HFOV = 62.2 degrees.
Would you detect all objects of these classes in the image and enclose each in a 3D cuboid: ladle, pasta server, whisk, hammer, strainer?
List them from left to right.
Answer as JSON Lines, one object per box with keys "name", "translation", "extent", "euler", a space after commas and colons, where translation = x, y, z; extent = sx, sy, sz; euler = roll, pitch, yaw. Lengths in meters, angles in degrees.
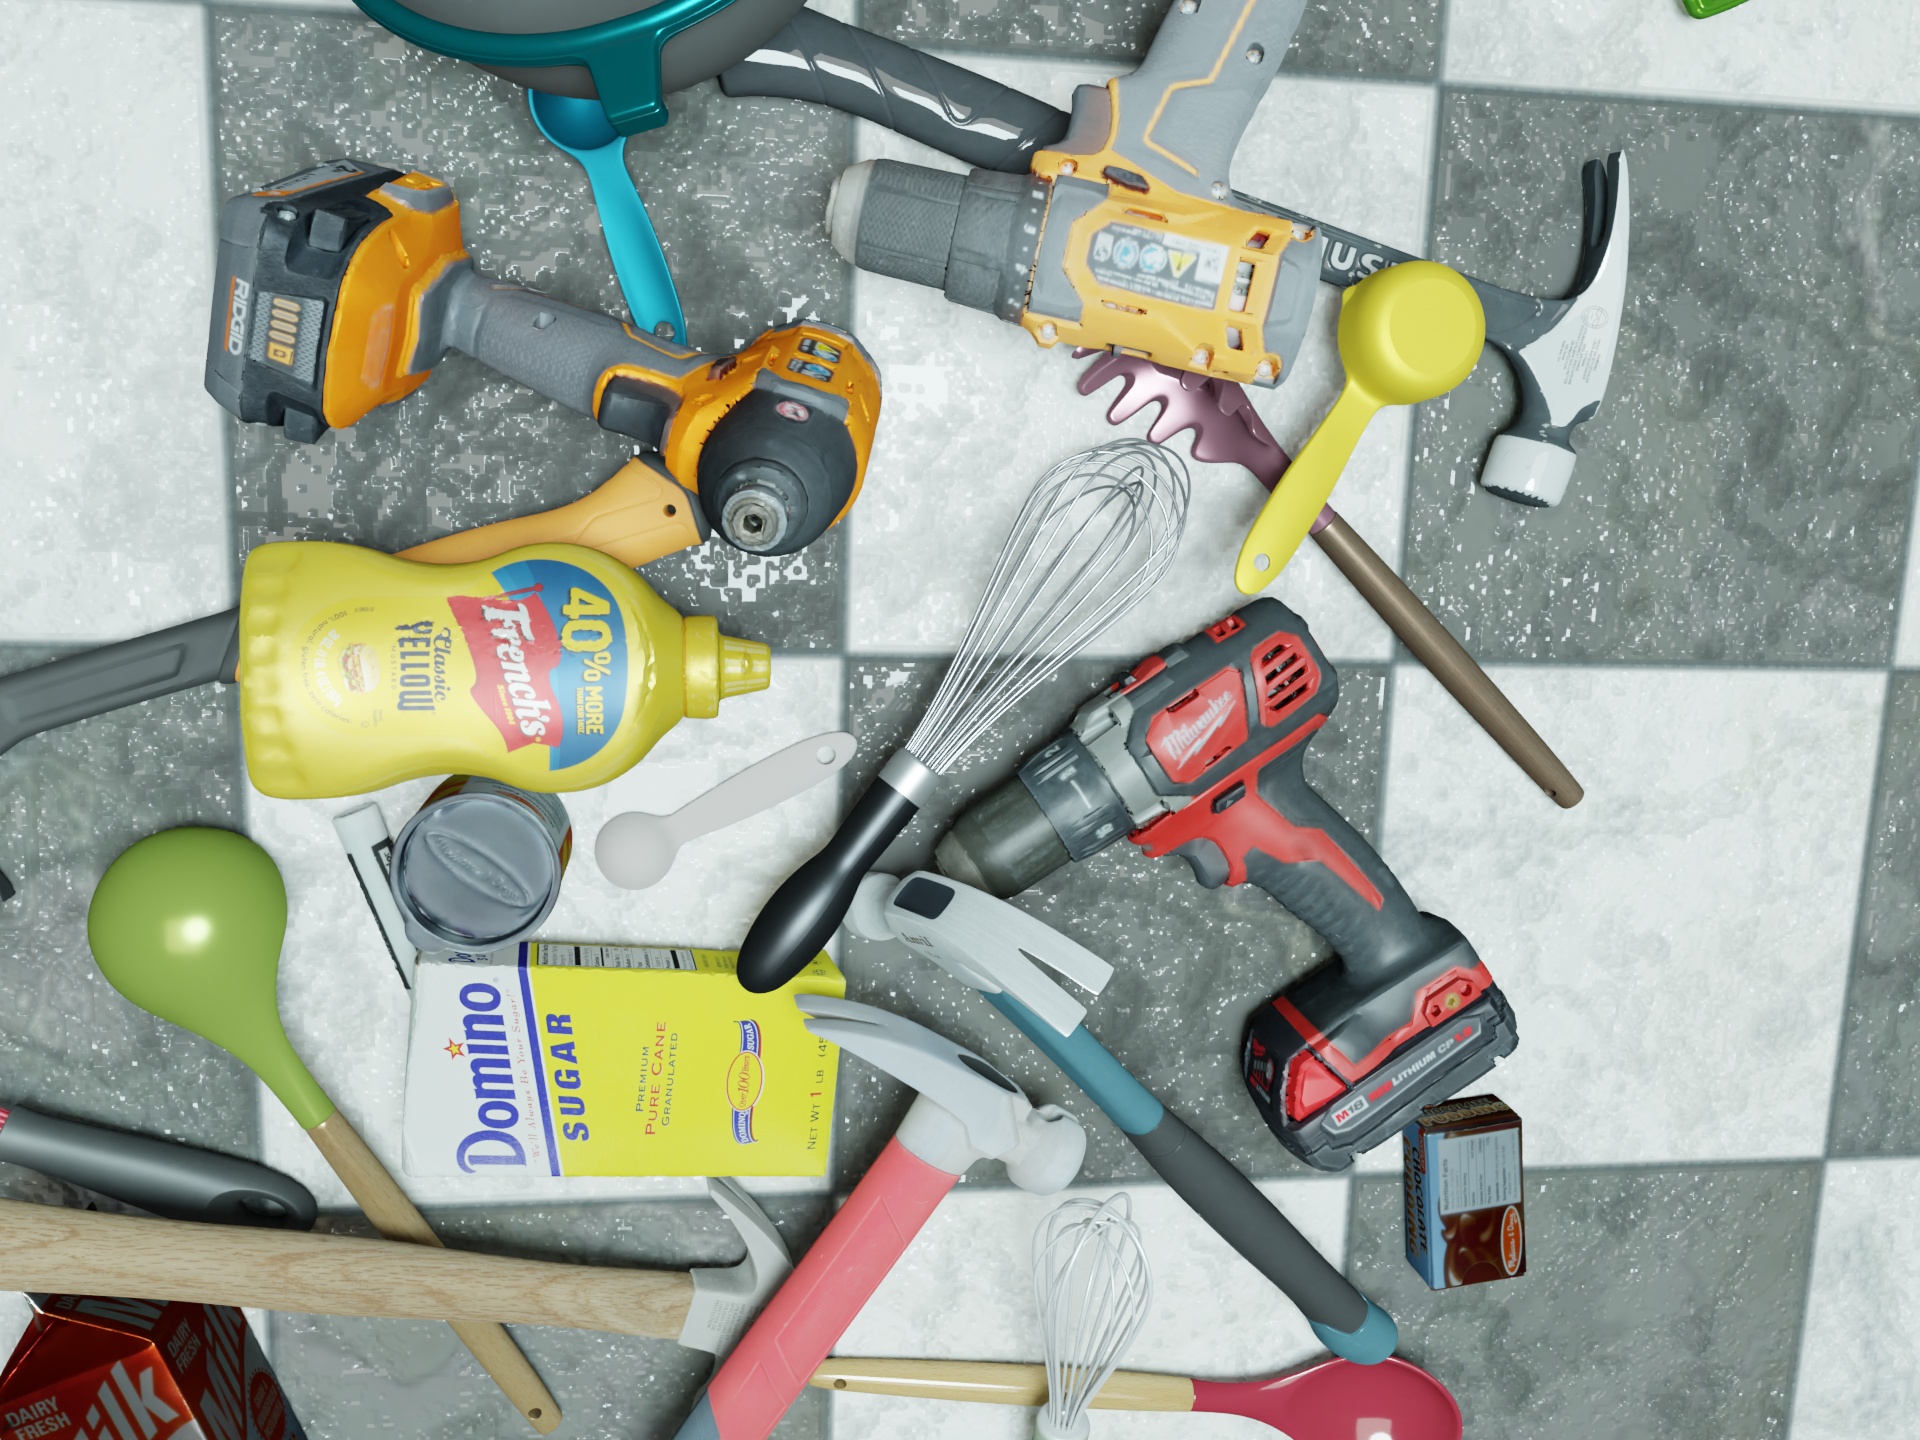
{"name": "whisk", "translation": [-0.410, 0.162, 0.647], "extent": [0.295, 0.073, 0.073], "euler": [24, 96, -18]}
{"name": "hammer", "translation": [-0.261, -0.032, 0.641], "extent": [0.337, 0.034, 0.127], "euler": [-18, 101, -5]}
{"name": "ladle", "translation": [-0.259, 0.184, 0.684], "extent": [0.078, 0.062, 0.320], "euler": [-29, 110, -4]}
{"name": "hammer", "translation": [-0.224, 0.232, 0.662], "extent": [0.331, 0.031, 0.130], "euler": [15, 100, -22]}
{"name": "hammer", "translation": [-0.112, 0.296, 0.679], "extent": [0.143, 0.038, 0.386], "euler": [33, 96, -23]}
{"name": "strainer", "translation": [-0.082, -0.353, 0.577], "extent": [0.211, 0.095, 0.340], "euler": [33, 82, 17]}
{"name": "whisk", "translation": [0.000, -0.002, 0.658], "extent": [0.070, 0.070, 0.284], "euler": [38, 87, -13]}
{"name": "whisk", "translation": [0.048, 0.310, 0.716], "extent": [0.058, 0.059, 0.246], "euler": [23, 121, 28]}
{"name": "ladle", "translation": [0.084, 0.322, 0.758], "extent": [0.315, 0.031, 0.069], "euler": [7, 104, -7]}
{"name": "hammer", "translation": [0.087, 0.182, 0.702], "extent": [0.330, 0.128, 0.033], "euler": [47, 68, -21]}
{"name": "hammer", "translation": [0.092, -0.221, 0.657], "extent": [0.408, 0.036, 0.149], "euler": [17, 96, -10]}
{"name": "pasta server", "translation": [0.171, -0.062, 0.695], "extent": [0.316, 0.060, 0.040], "euler": [44, 70, -16]}

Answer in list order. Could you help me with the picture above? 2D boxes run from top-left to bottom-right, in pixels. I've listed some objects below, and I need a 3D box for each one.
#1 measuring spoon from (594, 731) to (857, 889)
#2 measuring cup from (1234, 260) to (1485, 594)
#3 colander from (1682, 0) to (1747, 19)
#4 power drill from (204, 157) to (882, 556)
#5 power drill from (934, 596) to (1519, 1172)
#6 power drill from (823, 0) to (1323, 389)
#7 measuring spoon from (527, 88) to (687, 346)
{"name": "measuring spoon", "translation": [-0.100, 0.037, 0.684], "extent": [0.124, 0.018, 0.034], "euler": [-27, 103, -3]}
{"name": "measuring cup", "translation": [0.158, -0.117, 0.640], "extent": [0.062, 0.029, 0.156], "euler": [34, 84, -13]}
{"name": "colander", "translation": [0.484, -0.398, 0.649], "extent": [0.397, 0.094, 0.204], "euler": [-28, 103, -2]}
{"name": "power drill", "translation": [-0.142, -0.124, 0.574], "extent": [0.226, 0.164, 0.084], "euler": [17, 116, -7]}
{"name": "power drill", "translation": [0.116, 0.083, 0.696], "extent": [0.188, 0.080, 0.226], "euler": [-33, 100, -1]}
{"name": "power drill", "translation": [0.058, -0.251, 0.592], "extent": [0.185, 0.084, 0.226], "euler": [12, 97, 0]}
{"name": "measuring spoon", "translation": [-0.135, -0.206, 0.640], "extent": [0.042, 0.021, 0.128], "euler": [-15, 111, 4]}
